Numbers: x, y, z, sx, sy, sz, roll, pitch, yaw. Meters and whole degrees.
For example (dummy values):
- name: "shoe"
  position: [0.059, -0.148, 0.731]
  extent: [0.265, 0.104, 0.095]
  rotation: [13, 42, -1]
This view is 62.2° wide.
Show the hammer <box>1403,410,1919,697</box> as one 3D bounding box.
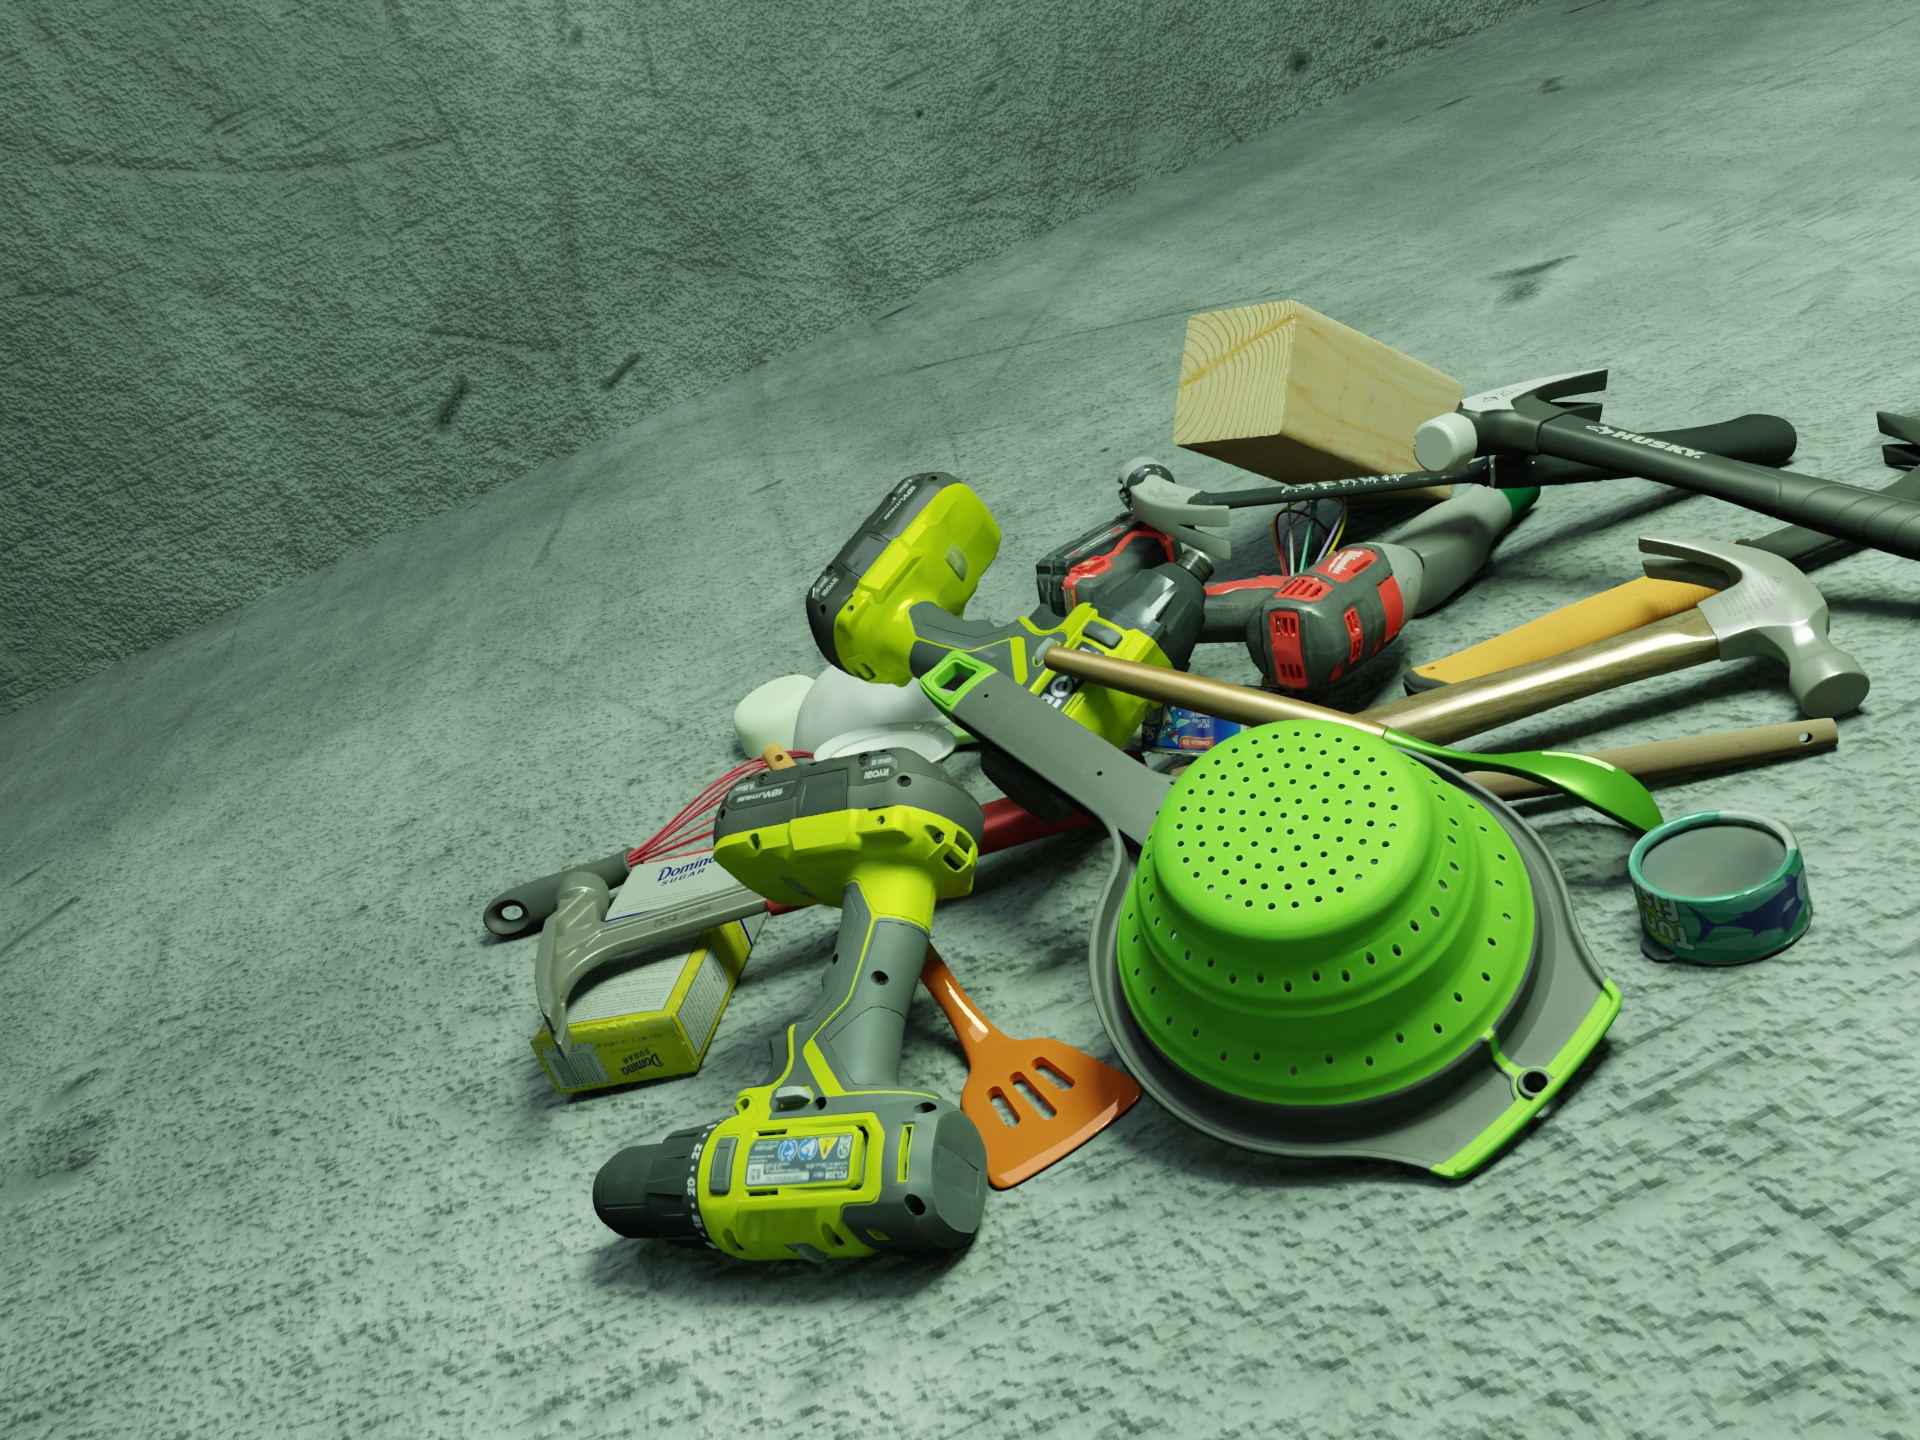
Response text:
- name: "hammer"
  position: [0.405, -0.080, 0.882]
  extent: [0.337, 0.034, 0.127]
  rotation: [-23, 25, 3]

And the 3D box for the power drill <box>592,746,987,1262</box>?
- name: "power drill"
  position: [-0.076, 0.138, 0.749]
  extent: [0.190, 0.080, 0.229]
  rotation: [-11, 55, 27]

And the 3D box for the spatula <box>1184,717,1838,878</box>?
- name: "spatula"
  position: [0.256, 0.031, 0.784]
  extent: [0.316, 0.060, 0.018]
  rotation: [-10, 2, 19]

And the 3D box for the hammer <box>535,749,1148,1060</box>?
- name: "hammer"
  position: [-0.062, 0.089, 0.901]
  extent: [0.359, 0.036, 0.149]
  rotation: [-16, 26, -3]

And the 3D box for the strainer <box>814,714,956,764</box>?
- name: "strainer"
  position: [-0.002, -0.003, 1.004]
  extent: [0.087, 0.050, 0.258]
  rotation: [10, 32, 40]

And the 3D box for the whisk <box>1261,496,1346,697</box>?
- name: "whisk"
  position: [0.223, -0.088, 1.063]
  extent: [0.047, 0.051, 0.245]
  rotation: [17, 40, 6]

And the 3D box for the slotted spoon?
- name: "slotted spoon"
  position: [0.181, 0.003, 0.776]
  extent: [0.314, 0.031, 0.070]
  rotation: [16, 0, 26]

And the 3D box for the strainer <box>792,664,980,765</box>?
- name: "strainer"
  position: [-0.026, -0.013, 1.102]
  extent: [0.256, 0.069, 0.151]
  rotation: [-4, 31, 41]

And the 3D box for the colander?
- name: "colander"
  position: [0.094, 0.033, 0.714]
  extent: [0.204, 0.094, 0.397]
  rotation: [-41, 45, -14]

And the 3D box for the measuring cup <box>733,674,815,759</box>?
- name: "measuring cup"
  position: [-0.103, -0.029, 1.246]
  extent: [0.167, 0.038, 0.083]
  rotation: [-33, 25, -15]

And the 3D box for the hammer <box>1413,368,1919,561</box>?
- name: "hammer"
  position: [0.419, -0.125, 0.838]
  extent: [0.146, 0.035, 0.335]
  rotation: [-23, 35, -32]

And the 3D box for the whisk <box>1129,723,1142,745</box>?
- name: "whisk"
  position: [0.099, -0.044, 1.091]
  extent: [0.059, 0.057, 0.247]
  rotation: [-55, 20, 18]

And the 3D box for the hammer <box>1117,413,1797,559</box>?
- name: "hammer"
  position: [0.310, -0.151, 0.971]
  extent: [0.409, 0.036, 0.149]
  rotation: [-7, 21, -4]

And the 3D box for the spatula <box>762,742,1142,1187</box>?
- name: "spatula"
  position: [-0.028, 0.106, 0.814]
  extent: [0.081, 0.041, 0.323]
  rotation: [-30, 50, -13]

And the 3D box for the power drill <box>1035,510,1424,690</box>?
- name: "power drill"
  position: [0.167, -0.076, 0.966]
  extent: [0.220, 0.078, 0.143]
  rotation: [9, 30, 43]

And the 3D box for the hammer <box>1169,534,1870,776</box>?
- name: "hammer"
  position: [0.268, -0.010, 0.823]
  extent: [0.331, 0.031, 0.130]
  rotation: [-18, 42, 14]

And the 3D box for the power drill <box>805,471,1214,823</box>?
- name: "power drill"
  position: [0.029, -0.057, 0.930]
  extent: [0.223, 0.080, 0.171]
  rotation: [31, 78, 40]

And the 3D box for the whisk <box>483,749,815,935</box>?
- name: "whisk"
  position: [-0.204, 0.091, 1.073]
  extent: [0.296, 0.073, 0.073]
  rotation: [-22, 23, 19]
